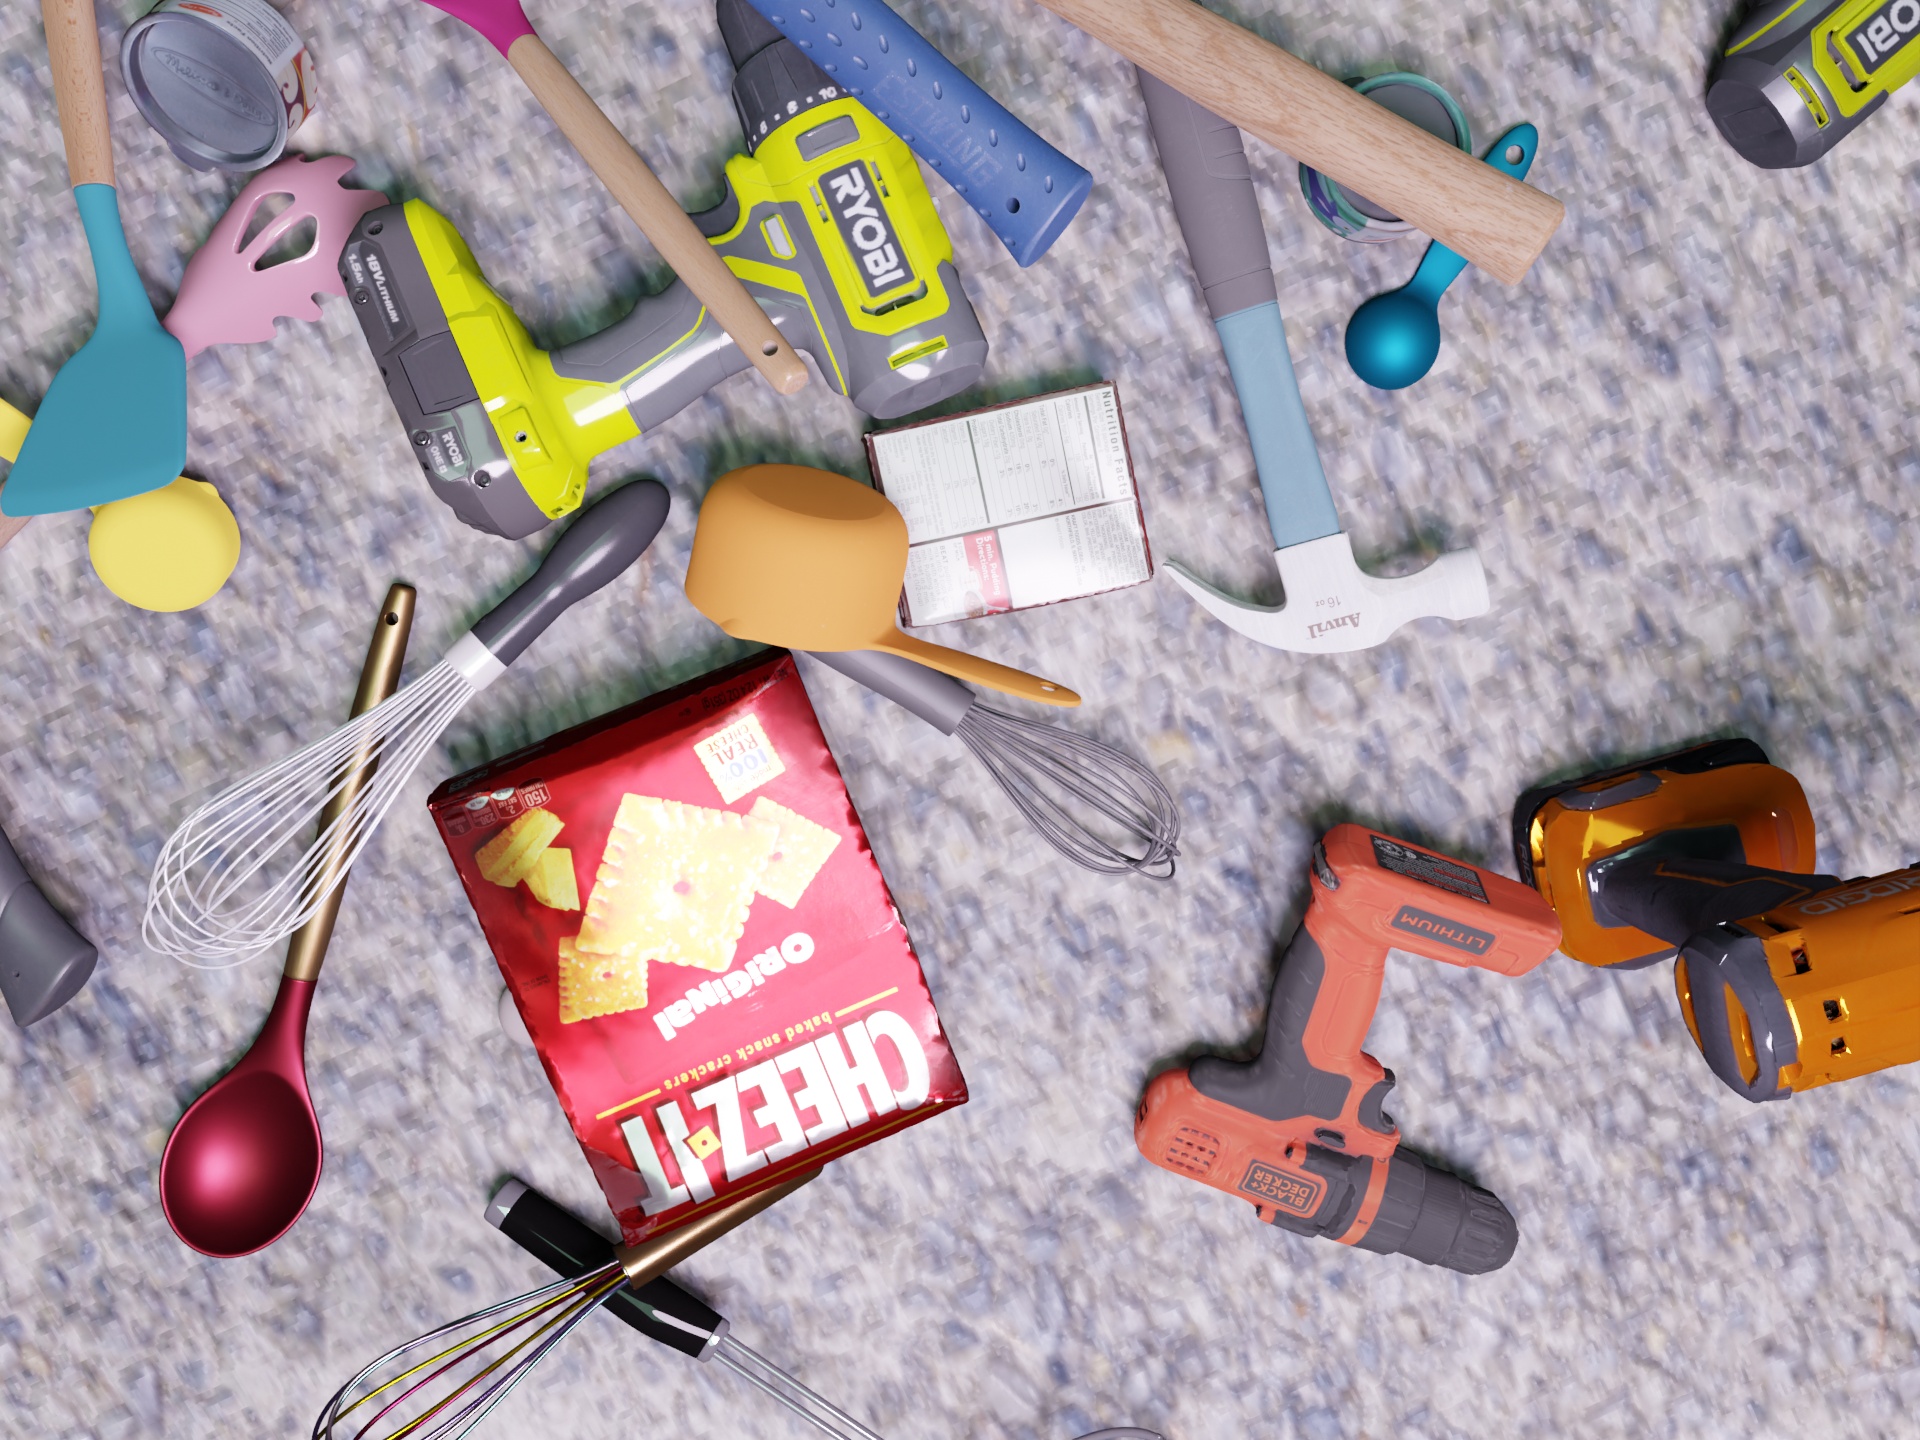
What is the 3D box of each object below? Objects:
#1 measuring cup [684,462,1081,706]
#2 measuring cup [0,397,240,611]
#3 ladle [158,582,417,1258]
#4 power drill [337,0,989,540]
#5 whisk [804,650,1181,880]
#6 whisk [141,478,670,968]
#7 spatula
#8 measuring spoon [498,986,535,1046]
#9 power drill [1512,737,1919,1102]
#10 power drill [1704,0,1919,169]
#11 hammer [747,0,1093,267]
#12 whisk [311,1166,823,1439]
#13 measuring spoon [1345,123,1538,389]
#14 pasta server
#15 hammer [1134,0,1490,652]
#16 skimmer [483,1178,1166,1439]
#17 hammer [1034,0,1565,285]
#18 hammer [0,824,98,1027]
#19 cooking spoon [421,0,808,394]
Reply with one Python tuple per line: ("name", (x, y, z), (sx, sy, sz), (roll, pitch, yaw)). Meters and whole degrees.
("measuring cup", (-0.027, -0.055, 0.632), (0.174, 0.095, 0.052), (21, 116, 17))
("measuring cup", (-0.371, -0.100, 0.649), (0.062, 0.029, 0.156), (-44, 121, 12))
("ladle", (-0.291, 0.090, 0.713), (0.069, 0.031, 0.315), (17, 96, -8))
("power drill", (-0.123, -0.190, 0.649), (0.228, 0.080, 0.190), (-23, 89, -1))
("whisk", (-0.002, -0.001, 0.701), (0.239, 0.055, 0.055), (33, 96, -3))
("whisk", (-0.230, -0.003, 0.672), (0.284, 0.070, 0.070), (-45, 99, -7))
("spatula", (-0.353, -0.239, 0.629), (0.082, 0.044, 0.317), (-8, 90, 13))
("measuring spoon", (-0.151, 0.138, 0.730), (0.124, 0.018, 0.034), (4, 99, -4))
("power drill", (0.335, 0.069, 0.635), (0.164, 0.226, 0.084), (-15, 100, 0))
("power drill", (0.342, -0.366, 0.644), (0.171, 0.080, 0.223), (-41, 102, 5))
("hammer", (-0.111, -0.323, 0.590), (0.405, 0.035, 0.144), (42, 122, 1))
("whisk", (-0.166, 0.255, 0.697), (0.245, 0.047, 0.051), (-27, 72, -22))
("measuring spoon", (0.214, -0.202, 0.689), (0.042, 0.021, 0.128), (31, 98, -7))
("pasta server", (-0.368, -0.123, 0.677), (0.316, 0.040, 0.060), (-41, 99, 8))
("hammer", (0.118, -0.187, 0.673), (0.128, 0.033, 0.331), (-15, 96, 14))
("skimmer", (-0.059, 0.316, 0.759), (0.363, 0.090, 0.127), (32, 100, 3))
("hammer", (0.085, -0.268, 0.632), (0.331, 0.031, 0.130), (33, 106, 7))
("hammer", (-0.480, -0.056, 0.660), (0.149, 0.036, 0.409), (-25, 97, 9))
("cooking spoon", (-0.154, -0.240, 0.610), (0.069, 0.017, 0.319), (-36, 74, -8))
